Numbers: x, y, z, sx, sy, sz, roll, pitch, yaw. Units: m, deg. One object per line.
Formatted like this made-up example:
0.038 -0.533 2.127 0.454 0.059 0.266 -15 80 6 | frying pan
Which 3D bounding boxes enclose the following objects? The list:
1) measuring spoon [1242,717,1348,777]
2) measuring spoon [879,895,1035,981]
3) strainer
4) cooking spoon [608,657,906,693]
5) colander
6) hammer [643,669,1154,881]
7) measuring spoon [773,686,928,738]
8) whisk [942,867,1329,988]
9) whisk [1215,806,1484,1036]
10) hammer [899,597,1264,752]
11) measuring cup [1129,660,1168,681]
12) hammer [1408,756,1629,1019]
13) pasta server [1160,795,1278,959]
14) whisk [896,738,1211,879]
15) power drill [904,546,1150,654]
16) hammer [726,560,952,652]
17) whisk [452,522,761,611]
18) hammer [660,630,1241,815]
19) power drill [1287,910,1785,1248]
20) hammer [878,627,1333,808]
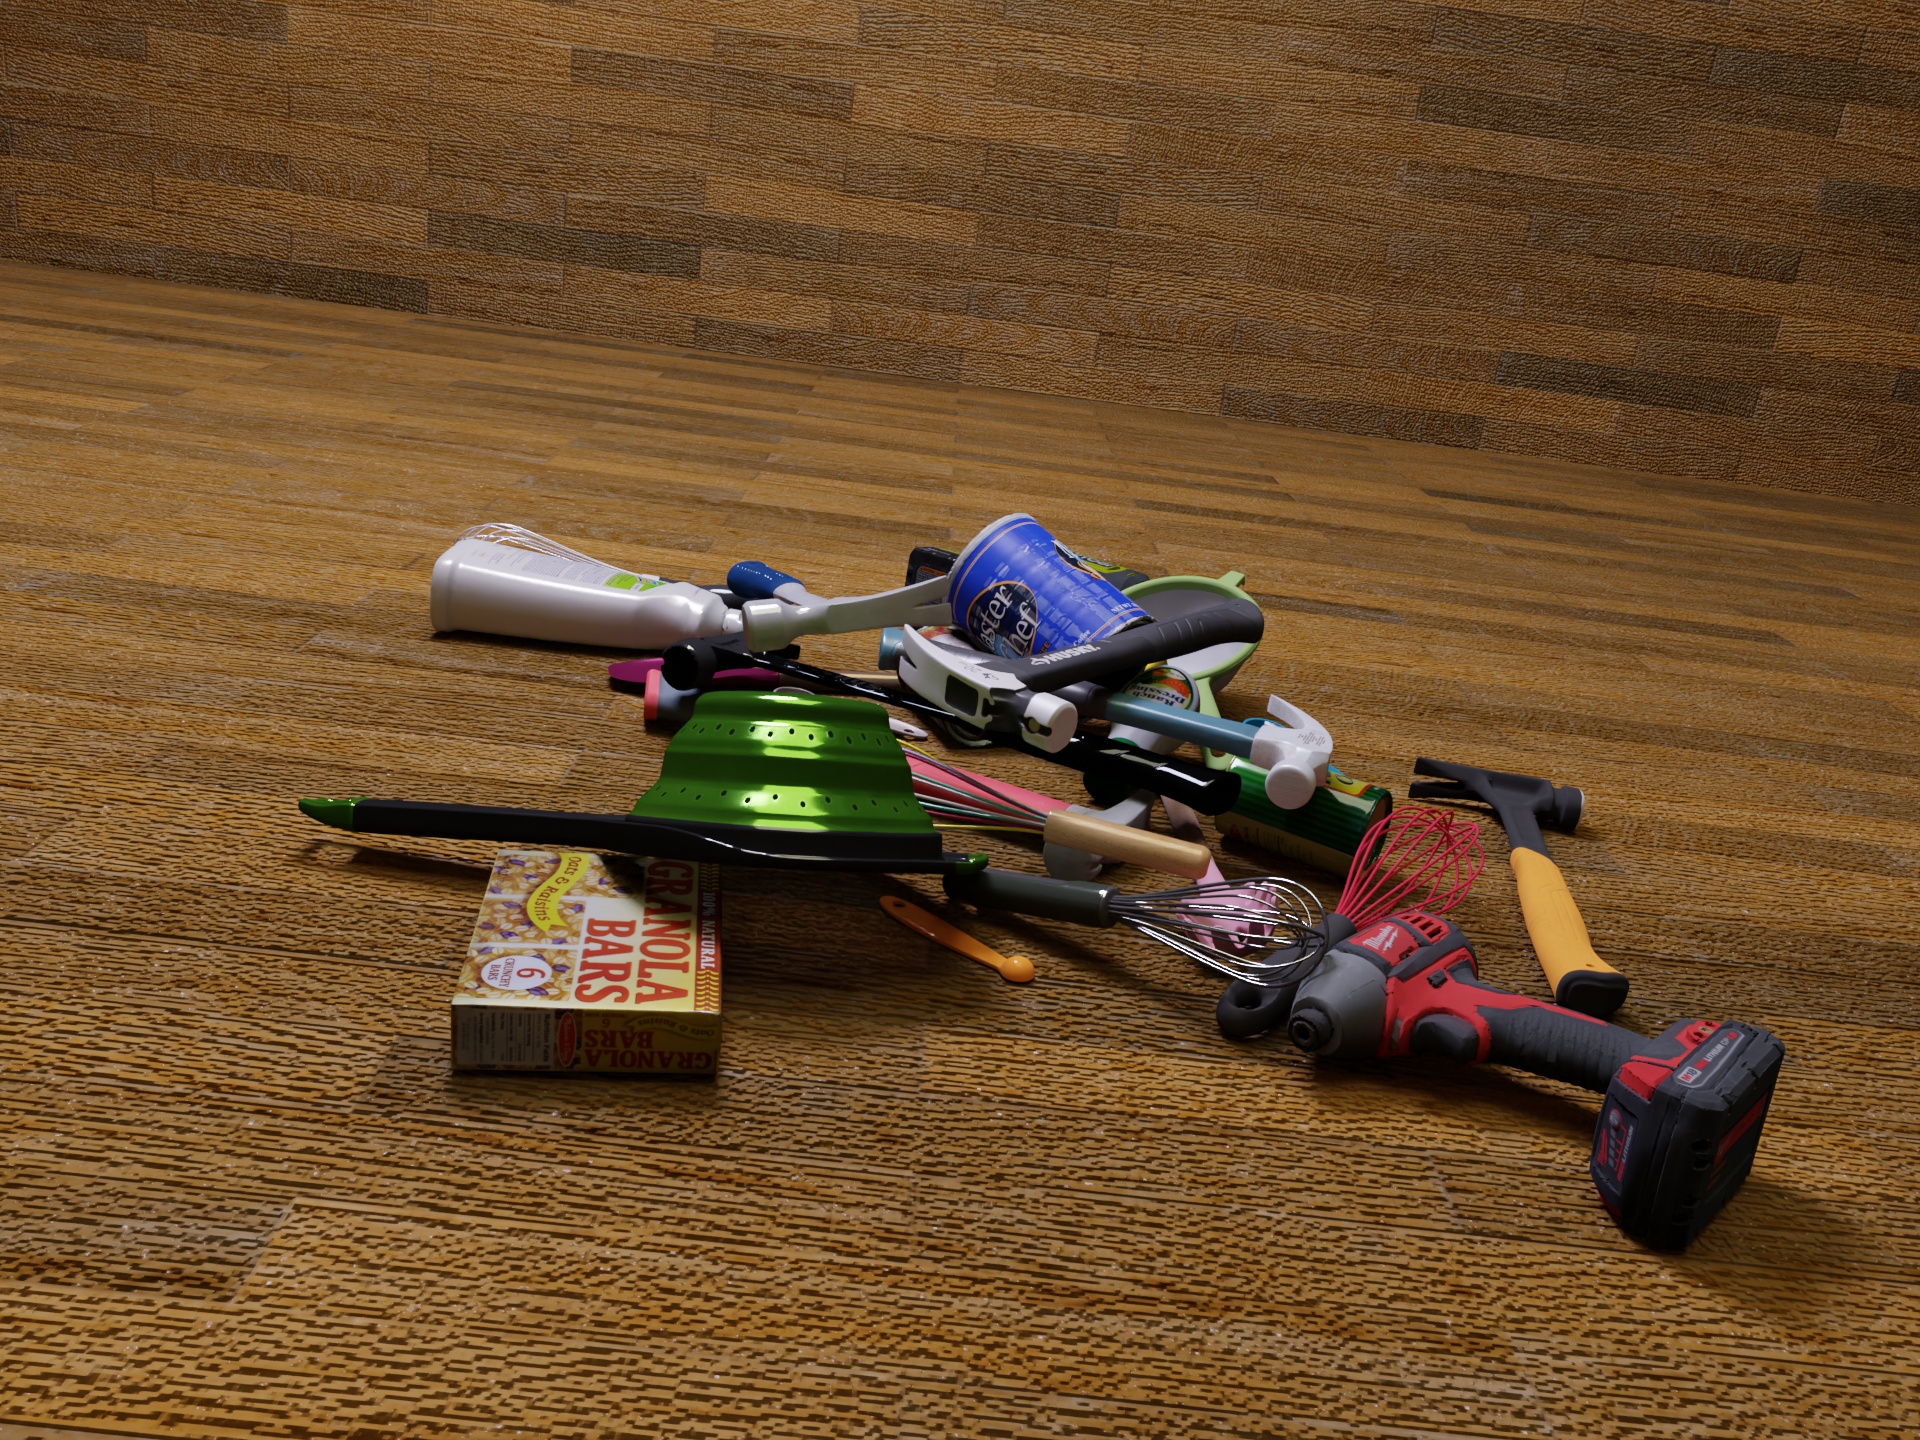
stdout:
0.270 0.037 1.250 0.042 0.021 0.129 -9 35 -37 | measuring spoon
-0.004 0.122 0.916 0.117 0.011 0.021 23 25 37 | measuring spoon
0.191 -0.022 1.319 0.151 0.069 0.257 -12 40 2 | strainer
-0.122 -0.032 1.285 0.318 0.017 0.069 2 17 -14 | cooking spoon
-0.180 0.028 0.911 0.397 0.094 0.204 3 -2 4 | colander
-0.055 0.025 1.125 0.386 0.038 0.143 17 21 23 | hammer
-0.086 0.000 1.223 0.124 0.018 0.034 16 21 4 | measuring spoon
0.092 0.106 0.899 0.246 0.059 0.057 6 -9 35 | whisk
0.236 0.119 0.955 0.073 0.073 0.296 22 31 34 | whisk
0.104 -0.048 1.086 0.146 0.035 0.334 24 26 35 | hammer
0.092 -0.031 1.277 0.156 0.029 0.062 -15 38 -6 | measuring cup
0.382 0.105 1.072 0.127 0.034 0.337 11 20 7 | hammer
0.155 0.080 1.052 0.060 0.040 0.316 -15 19 3 | pasta server
0.034 0.055 0.980 0.245 0.051 0.047 14 52 12 | whisk
0.050 -0.129 1.530 0.191 0.080 0.228 22 22 34 | power drill
-0.124 -0.097 1.226 0.144 0.035 0.406 -8 11 -15 | hammer
-0.310 -0.124 1.418 0.284 0.070 0.070 10 19 -9 | whisk
-0.002 -0.004 1.124 0.409 0.036 0.149 16 18 20 | hammer
0.279 0.169 0.806 0.220 0.078 0.143 21 24 39 | power drill
0.090 -0.013 1.084 0.331 0.033 0.128 15 21 20 | hammer
